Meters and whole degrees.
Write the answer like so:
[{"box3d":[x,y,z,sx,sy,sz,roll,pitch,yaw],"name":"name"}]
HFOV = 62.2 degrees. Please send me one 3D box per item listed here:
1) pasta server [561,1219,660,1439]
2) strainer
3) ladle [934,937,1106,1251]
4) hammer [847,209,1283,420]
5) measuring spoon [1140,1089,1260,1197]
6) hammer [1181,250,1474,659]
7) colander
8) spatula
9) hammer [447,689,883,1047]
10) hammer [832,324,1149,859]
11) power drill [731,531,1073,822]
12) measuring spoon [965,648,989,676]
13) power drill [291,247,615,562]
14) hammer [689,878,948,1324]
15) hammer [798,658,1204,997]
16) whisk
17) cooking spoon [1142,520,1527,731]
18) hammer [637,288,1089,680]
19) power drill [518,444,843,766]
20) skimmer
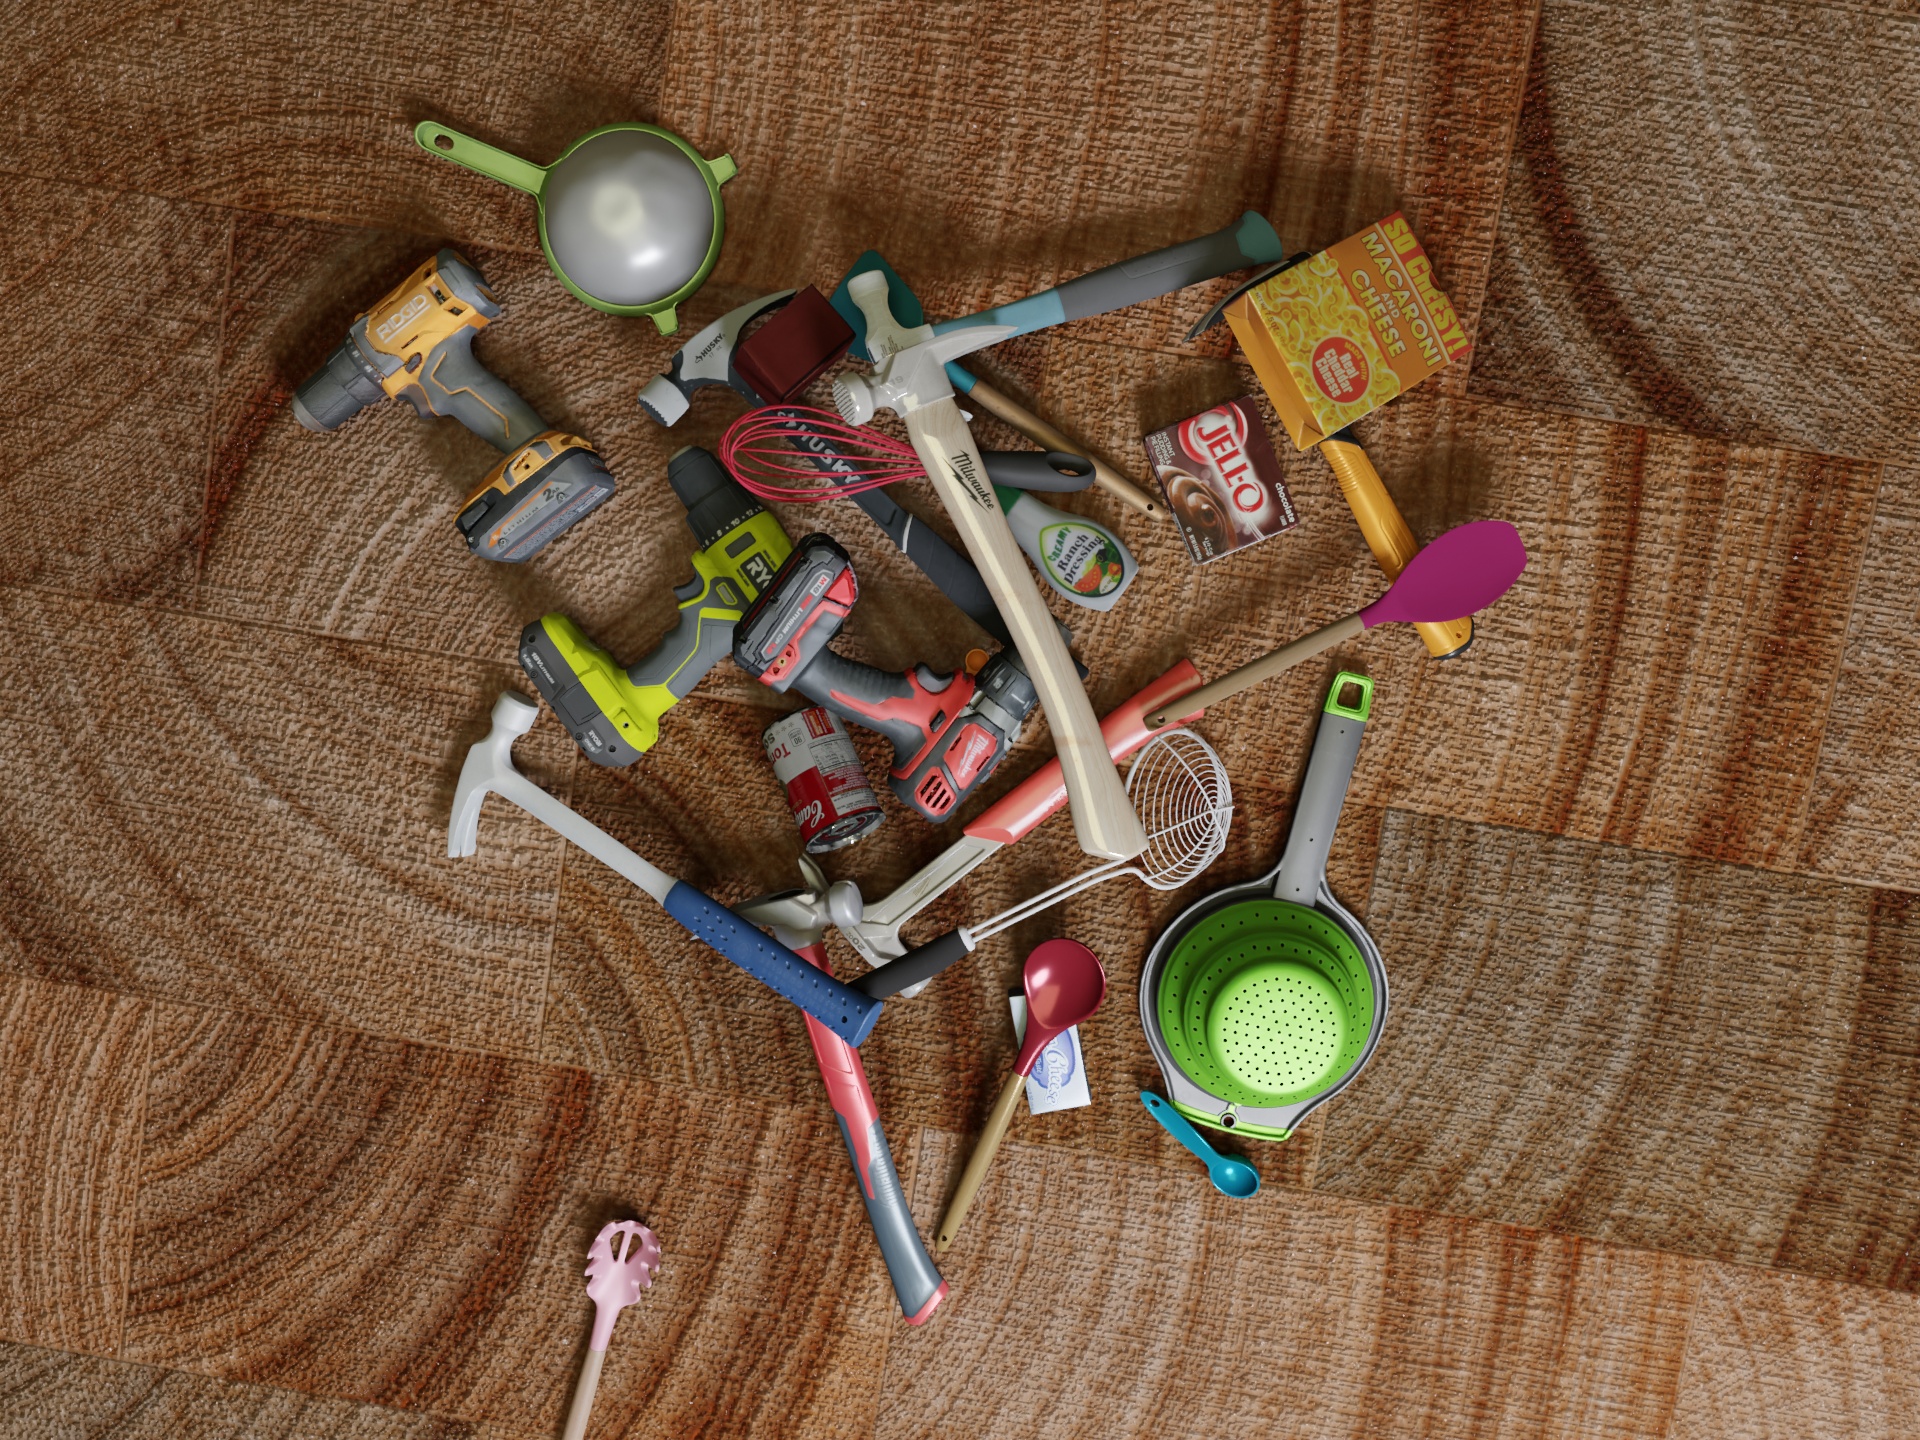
[{"box3d":[-0.320,0.568,1.368,0.060,0.040,0.316,15,98,-10],"name":"pasta server"},{"box3d":[-0.312,-0.416,1.240,0.256,0.069,0.151,22,97,-2],"name":"strainer"},{"box3d":[0.041,0.311,1.308,0.069,0.031,0.315,27,108,14],"name":"ladle"},{"box3d":[0.089,-0.327,1.229,0.331,0.033,0.128,-19,96,-4],"name":"hammer"},{"box3d":[0.200,0.347,1.326,0.128,0.021,0.042,44,128,-4],"name":"measuring spoon"},{"box3d":[0.302,-0.192,1.241,0.127,0.034,0.337,-34,98,-21],"name":"hammer"},{"box3d":[0.268,0.157,1.267,0.204,0.094,0.397,14,97,1],"name":"colander"},{"box3d":[0.032,-0.254,1.268,0.317,0.044,0.082,34,99,-6],"name":"spatula"},{"box3d":[-0.240,0.137,1.265,0.406,0.035,0.144,31,99,15],"name":"hammer"},{"box3d":[0.053,-0.090,1.185,0.146,0.038,0.410,-26,95,-19],"name":"hammer"},{"box3d":[-0.042,-0.051,1.219,0.226,0.080,0.188,37,95,-16],"name":"power drill"},{"box3d":[-0.002,-0.004,1.305,0.021,0.011,0.117,19,100,-1],"name":"measuring spoon"},{"box3d":[-0.407,-0.231,1.262,0.185,0.084,0.226,-36,90,6],"name":"power drill"},{"box3d":[-0.101,0.326,1.319,0.143,0.038,0.386,-14,101,14],"name":"hammer"},{"box3d":[0.045,0.065,1.296,0.359,0.037,0.149,-39,94,6],"name":"hammer"},{"box3d":[-0.037,-0.196,1.214,0.295,0.073,0.073,1,97,-15],"name":"whisk"},{"box3d":[0.287,-0.067,1.236,0.319,0.017,0.068,-26,106,7],"name":"cooking spoon"},{"box3d":[-0.054,-0.166,1.261,0.409,0.036,0.149,42,79,-8],"name":"hammer"},{"box3d":[-0.234,-0.089,1.271,0.228,0.080,0.190,-35,95,3],"name":"power drill"},{"box3d":[0.054,0.130,1.266,0.363,0.090,0.127,-27,119,4],"name":"skimmer"}]
